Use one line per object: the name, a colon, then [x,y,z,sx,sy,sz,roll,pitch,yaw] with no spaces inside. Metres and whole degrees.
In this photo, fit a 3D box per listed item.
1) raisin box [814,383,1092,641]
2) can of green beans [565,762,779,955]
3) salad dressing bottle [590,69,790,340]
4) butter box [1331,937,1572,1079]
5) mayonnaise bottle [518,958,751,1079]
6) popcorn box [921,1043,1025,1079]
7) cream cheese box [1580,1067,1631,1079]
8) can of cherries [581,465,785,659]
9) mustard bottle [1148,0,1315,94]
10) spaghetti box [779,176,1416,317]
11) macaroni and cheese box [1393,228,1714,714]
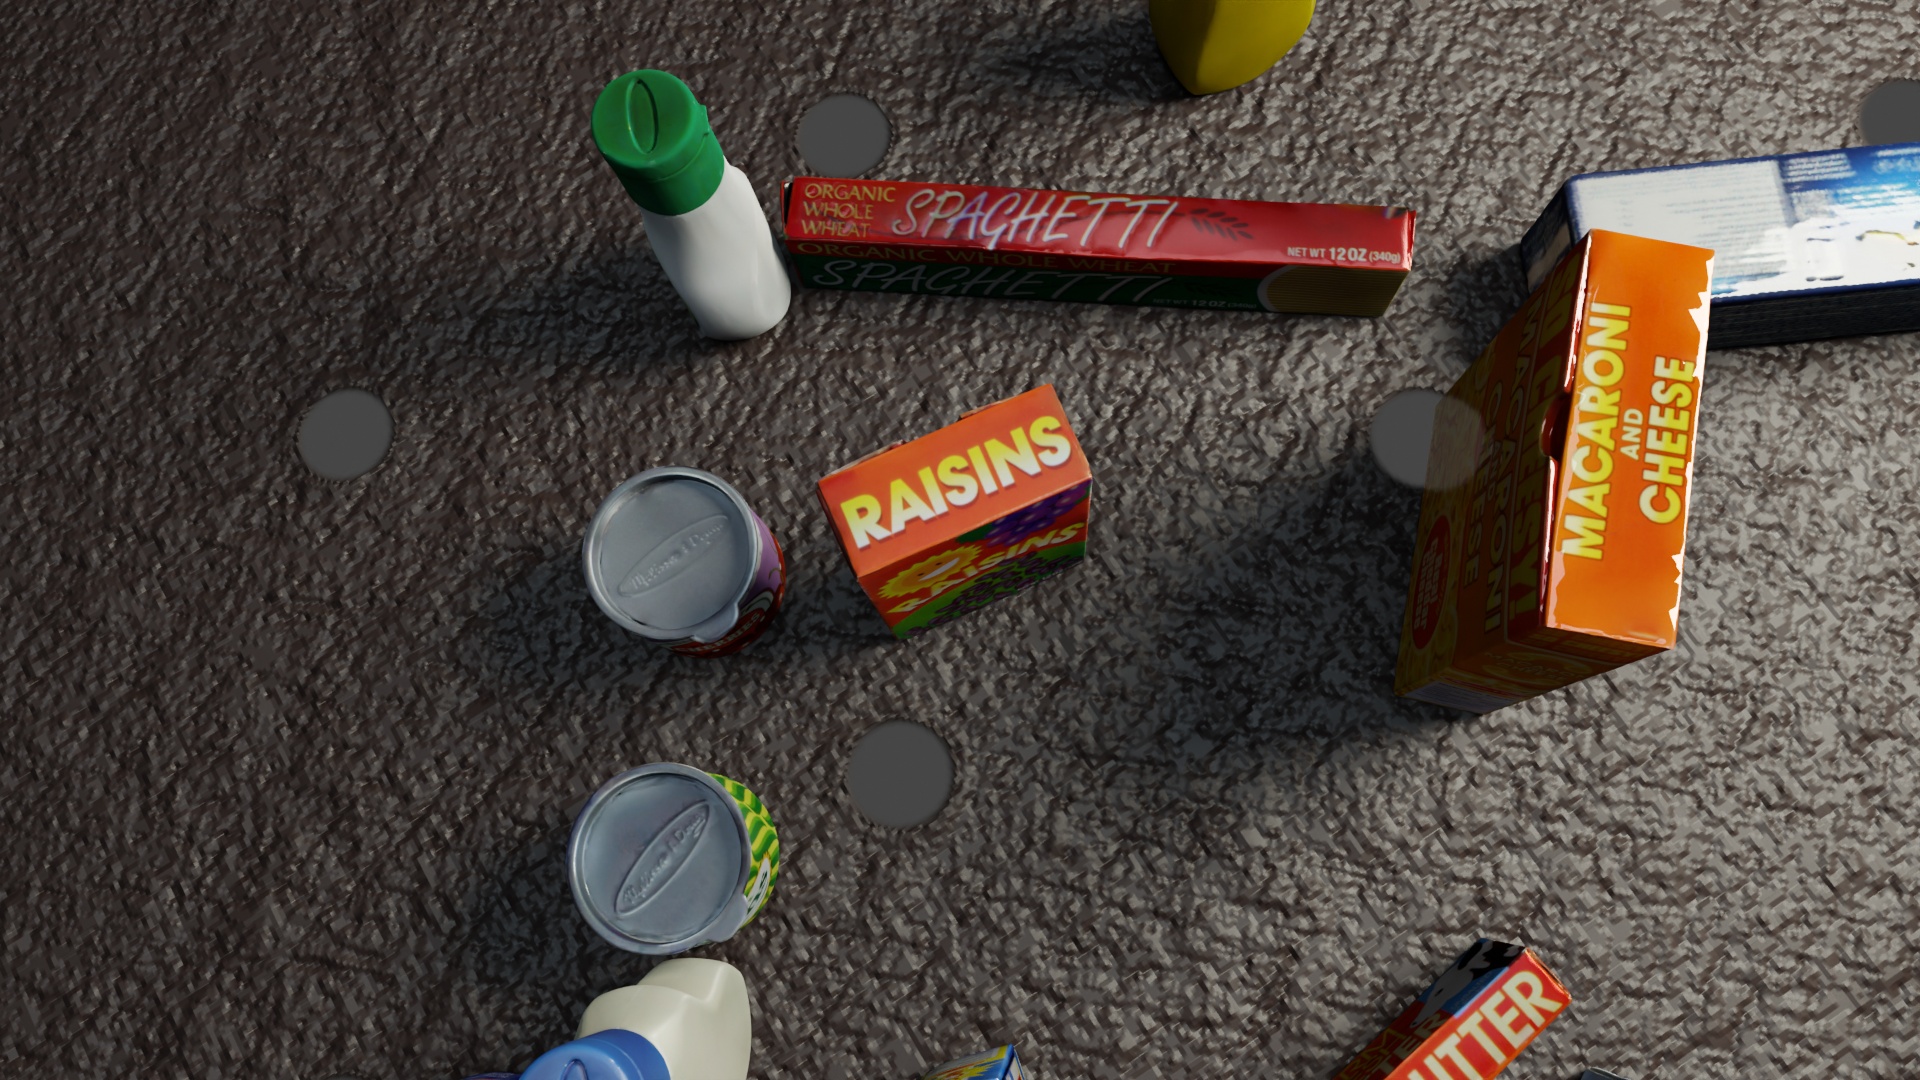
raisin box: [0.002,-0.006,0.504,0.086,0.123,0.040,-23,76,-2]
can of green beans: [-0.104,0.118,0.514,0.071,0.057,0.071,-1,76,4]
salad dressing bottle: [-0.099,-0.123,0.526,0.044,0.147,0.064,-11,76,1]
butter box: [0.161,0.183,0.483,0.103,0.053,0.024,-40,77,-6]
mayonnaise bottle: [-0.103,0.174,0.453,0.041,0.148,0.065,1,77,4]
popcorn box: [0.020,0.240,0.462,0.038,0.085,0.127,-20,76,-1]
cream cheese box: [0.211,0.233,0.467,0.024,0.053,0.104,27,79,9]
can of cherries: [-0.104,0.013,0.539,0.071,0.058,0.071,-1,76,4]
mustard bottle: [0.109,-0.234,0.534,0.065,0.160,0.049,-26,76,-2]
spaghetti box: [0.052,-0.119,0.566,0.250,0.050,0.029,4,77,5]
macaroni and cheese box: [0.193,-0.012,0.471,0.040,0.166,0.124,11,78,6]
